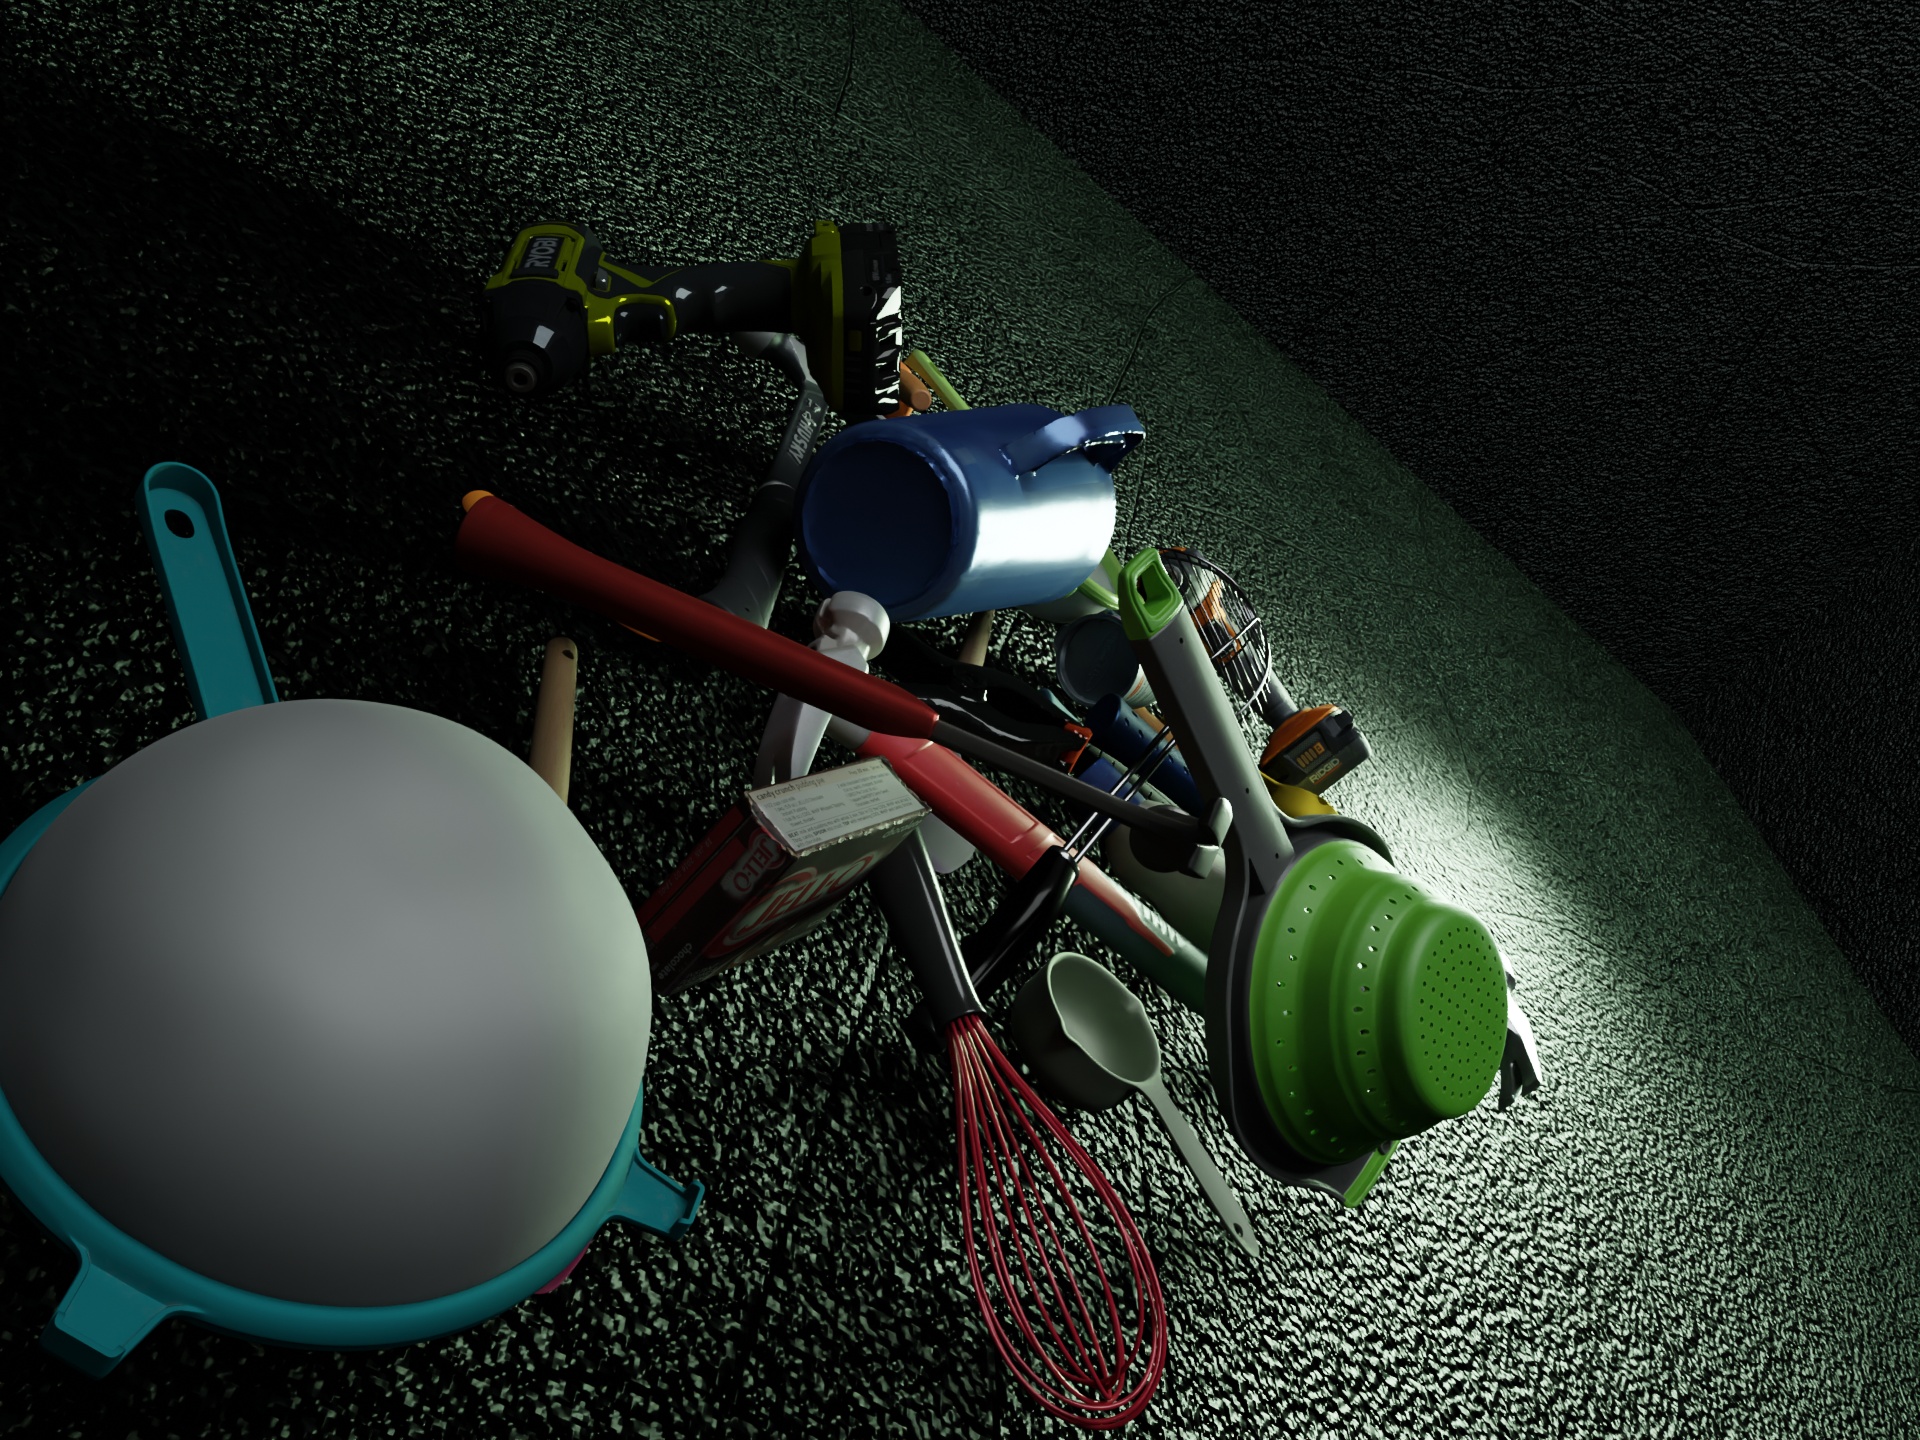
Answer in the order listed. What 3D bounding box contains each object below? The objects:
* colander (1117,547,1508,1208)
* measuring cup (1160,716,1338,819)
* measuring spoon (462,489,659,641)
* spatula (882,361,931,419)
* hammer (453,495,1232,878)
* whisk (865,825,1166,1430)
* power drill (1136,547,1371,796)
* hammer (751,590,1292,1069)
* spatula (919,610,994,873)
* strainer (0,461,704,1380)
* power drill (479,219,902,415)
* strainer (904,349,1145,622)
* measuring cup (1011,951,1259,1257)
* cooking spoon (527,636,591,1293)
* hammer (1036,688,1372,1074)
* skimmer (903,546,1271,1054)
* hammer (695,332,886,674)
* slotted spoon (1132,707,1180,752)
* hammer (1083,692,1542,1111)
[{"bbox_3d":[0.192,0.085,0.823,0.204,0.094,0.396,-44,116,-36],"label":"colander"},{"bbox_3d":[0.207,0.049,1.168,0.156,0.062,0.029,32,69,-6],"label":"measuring cup"},{"bbox_3d":[-0.190,-0.075,0.773,0.116,0.011,0.021,37,26,-19],"label":"measuring spoon"},{"bbox_3d":[-0.047,-0.221,1.067,0.081,0.041,0.323,42,7,-15],"label":"spatula"},{"bbox_3d":[-0.057,-0.016,0.688,0.359,0.037,0.149,23,-4,6],"label":"hammer"},{"bbox_3d":[0.007,0.144,0.662,0.073,0.073,0.296,15,43,-48],"label":"whisk"},{"bbox_3d":[0.220,-0.040,1.240,0.226,0.084,0.164,52,10,10],"label":"power drill"},{"bbox_3d":[0.054,0.097,0.844,0.386,0.038,0.143,39,46,-25],"label":"hammer"},{"bbox_3d":[-0.002,-0.003,0.951,0.059,0.018,0.316,36,27,-12],"label":"spatula"},{"bbox_3d":[-0.199,0.016,0.500,0.211,0.095,0.341,4,47,-47],"label":"strainer"},{"bbox_3d":[-0.146,-0.221,0.875,0.223,0.080,0.171,-1,35,-5],"label":"power drill"},{"bbox_3d":[0.021,-0.161,1.162,0.256,0.069,0.151,53,20,18],"label":"strainer"},{"bbox_3d":[0.083,0.191,0.768,0.168,0.038,0.083,56,26,17],"label":"measuring cup"},{"bbox_3d":[-0.159,0.068,0.595,0.068,0.017,0.319,25,32,-27],"label":"cooking spoon"},{"bbox_3d":[0.168,0.097,1.048,0.331,0.033,0.128,40,26,-12],"label":"hammer"},{"bbox_3d":[0.064,0.036,0.833,0.363,0.090,0.127,-46,120,-35],"label":"skimmer"},{"bbox_3d":[-0.106,-0.141,0.979,0.149,0.036,0.409,38,26,-19],"label":"hammer"},{"bbox_3d":[0.234,0.099,1.154,0.314,0.031,0.070,45,12,2],"label":"slotted spoon"},{"bbox_3d":[0.242,0.114,1.053,0.405,0.035,0.144,36,28,-19],"label":"hammer"}]
